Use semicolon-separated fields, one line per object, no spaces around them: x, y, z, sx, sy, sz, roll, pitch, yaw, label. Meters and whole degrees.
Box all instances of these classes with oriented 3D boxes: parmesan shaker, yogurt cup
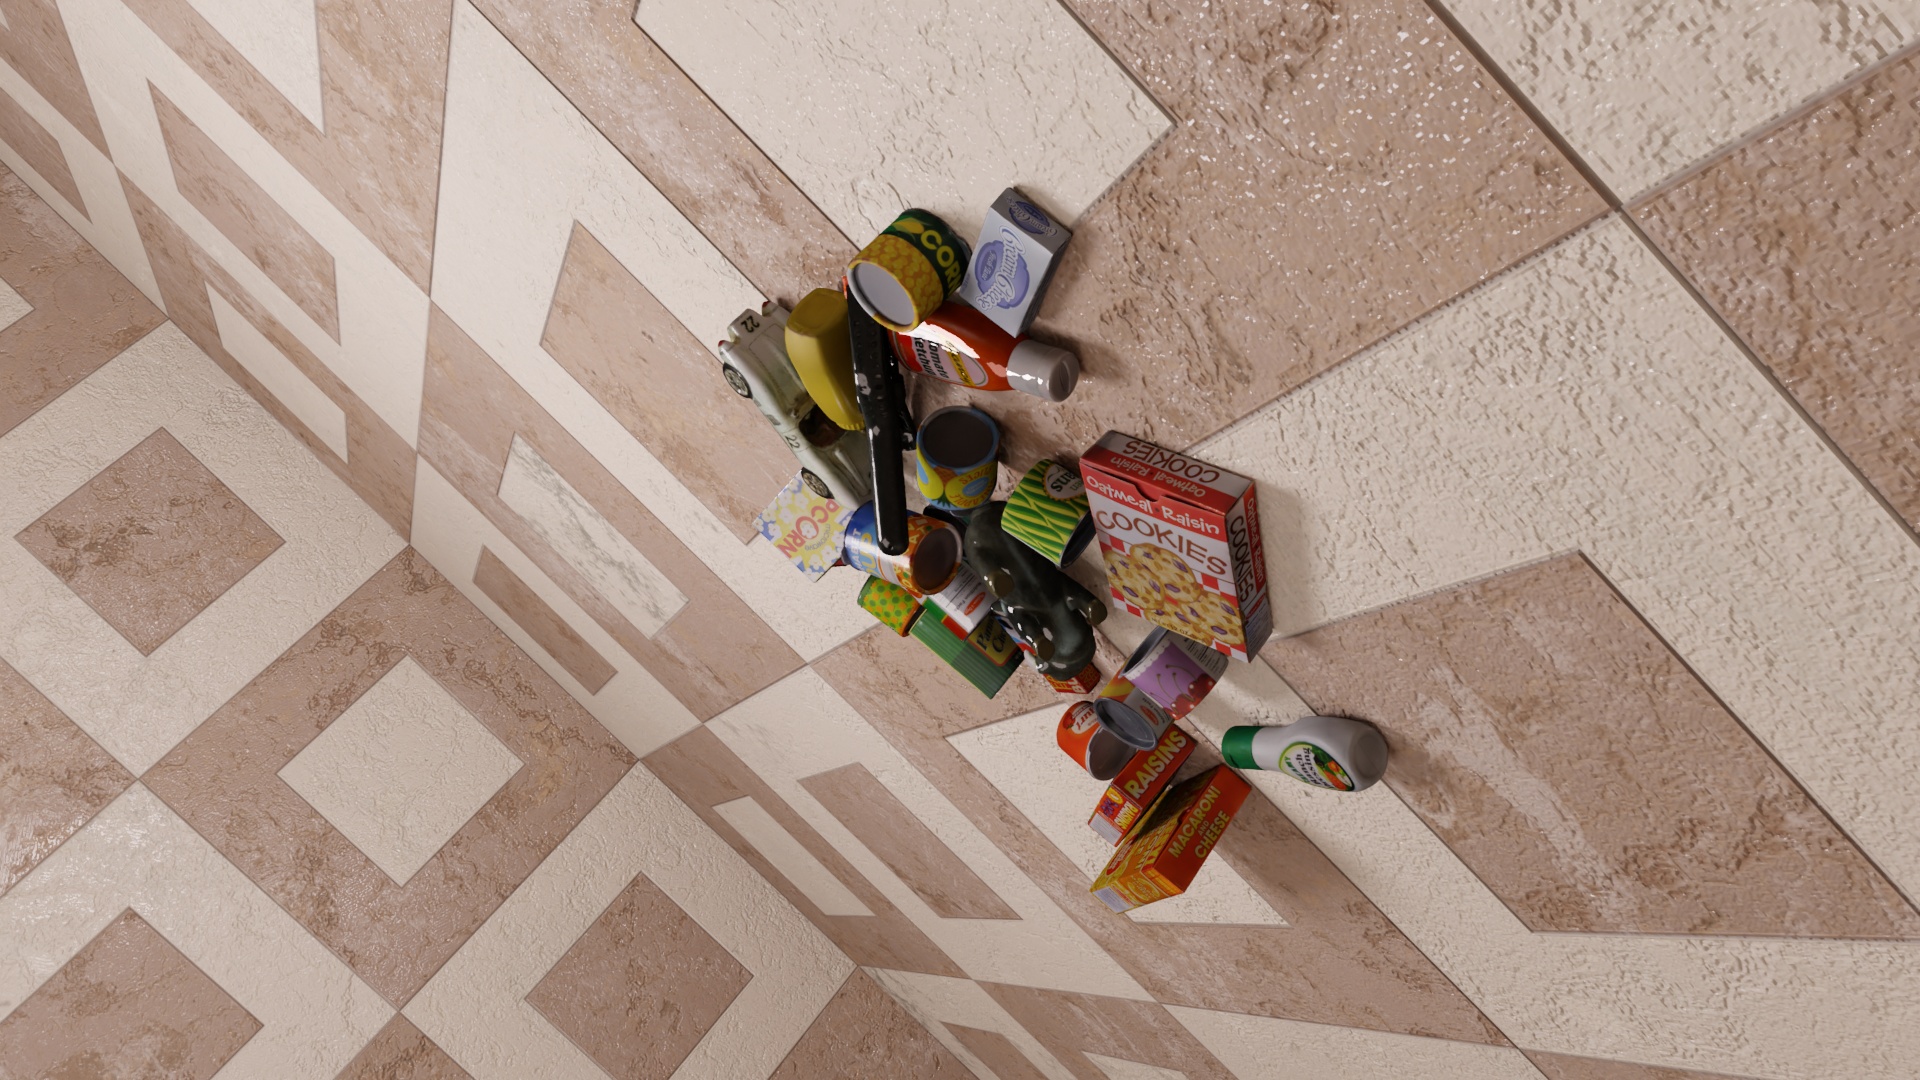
0.012;0.095;1.344;0.103;0.071;0.071;39;154;4;parmesan shaker
0.129;0.187;1.322;0.054;0.072;0.072;26;151;46;yogurt cup

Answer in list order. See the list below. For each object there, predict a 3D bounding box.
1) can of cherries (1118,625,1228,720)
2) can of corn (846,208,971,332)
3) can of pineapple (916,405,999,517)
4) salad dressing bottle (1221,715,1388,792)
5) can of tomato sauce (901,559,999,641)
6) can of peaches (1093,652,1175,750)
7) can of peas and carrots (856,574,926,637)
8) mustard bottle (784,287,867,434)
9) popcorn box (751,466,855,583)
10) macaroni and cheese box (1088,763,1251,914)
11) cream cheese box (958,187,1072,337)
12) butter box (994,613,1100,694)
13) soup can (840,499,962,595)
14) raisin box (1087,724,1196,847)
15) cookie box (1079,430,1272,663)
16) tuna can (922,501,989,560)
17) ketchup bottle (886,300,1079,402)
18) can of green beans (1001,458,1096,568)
0.172;0.104;1.122;0.058;0.072;0.071;41;154;0;can of cherries
-0.035;-0.187;0.970;0.071;0.058;0.070;33;153;19;can of corn
-0.001;-0.064;1.105;0.071;0.071;0.057;33;153;18;can of pineapple
0.271;0.169;1.112;0.064;0.044;0.147;52;153;-16;salad dressing bottle
-0.007;0.042;1.282;0.083;0.071;0.071;41;154;4;can of tomato sauce
0.157;0.140;1.212;0.071;0.058;0.071;32;154;19;can of peaches
-0.061;0.055;1.374;0.059;0.071;0.070;36;154;12;can of peas and carrots
-0.098;-0.134;1.138;0.049;0.065;0.159;25;154;25;mustard bottle
-0.126;-0.030;1.303;0.085;0.038;0.126;44;123;-5;popcorn box
0.194;0.283;1.307;0.040;0.124;0.165;40;154;2;macaroni and cheese box
0.035;-0.182;0.919;0.053;0.024;0.103;38;155;6;cream cheese box
0.082;0.099;1.294;0.103;0.024;0.053;51;154;-17;butter box
-0.051;0.007;1.203;0.084;0.071;0.071;19;146;40;soup can
0.168;0.229;1.302;0.040;0.086;0.122;40;155;14;raisin box
0.160;0.006;1.019;0.123;0.040;0.166;23;149;34;cookie box
0.004;-0.015;1.214;0.071;0.033;0.070;33;153;19;tuna can
0.016;-0.135;0.998;0.149;0.044;0.064;22;147;35;ketchup bottle
0.073;-0.021;1.069;0.058;0.071;0.071;34;153;17;can of green beans
